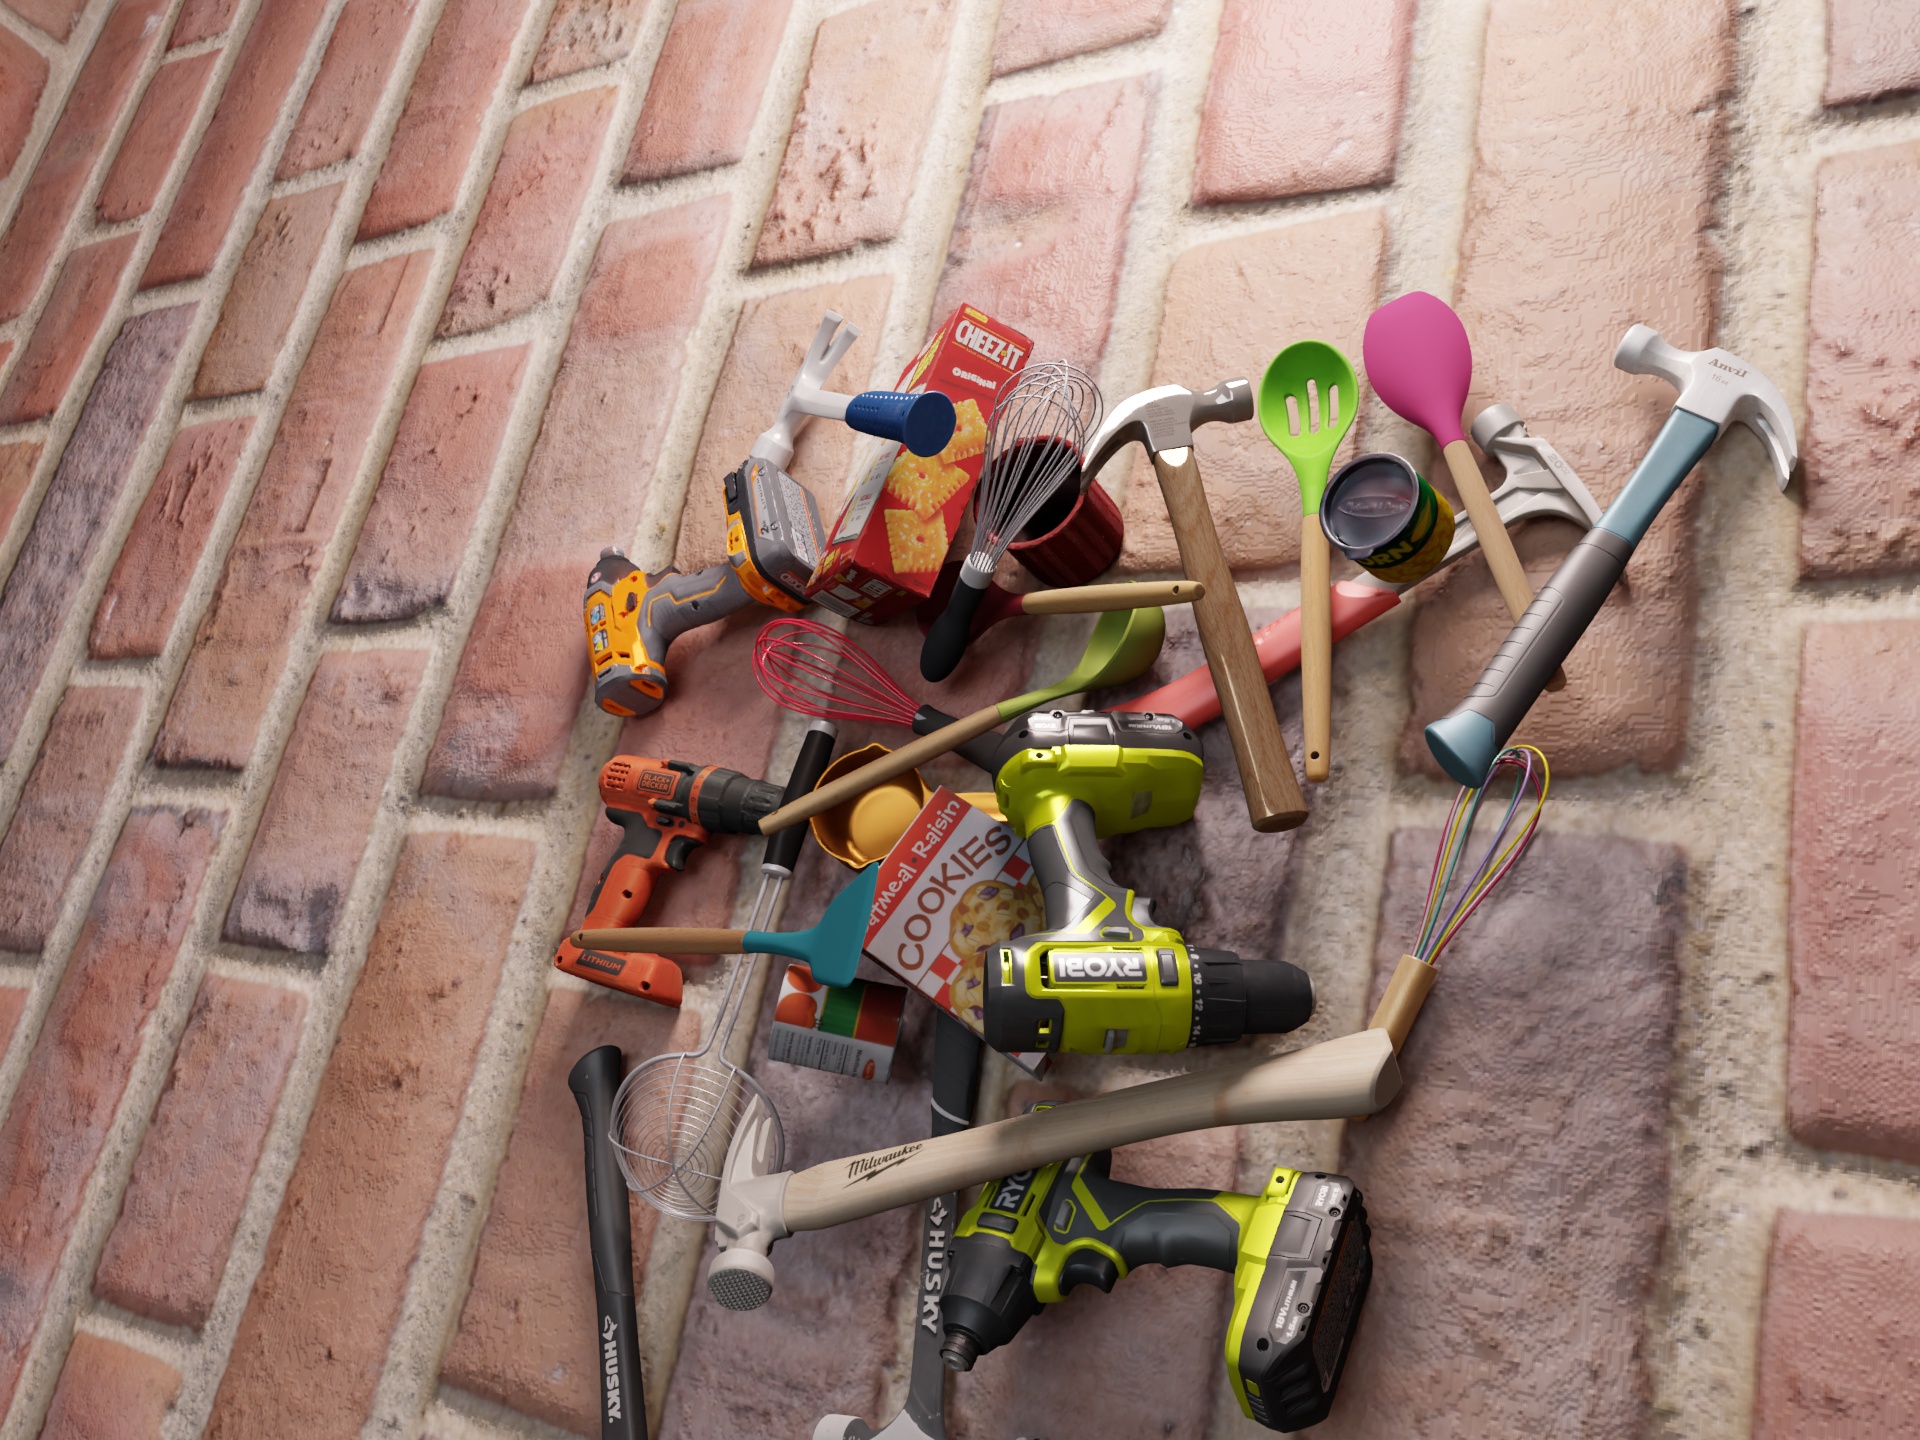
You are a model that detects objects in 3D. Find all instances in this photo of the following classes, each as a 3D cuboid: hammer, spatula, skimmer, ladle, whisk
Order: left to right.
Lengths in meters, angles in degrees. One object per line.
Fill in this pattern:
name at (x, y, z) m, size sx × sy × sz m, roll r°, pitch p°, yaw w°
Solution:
hammer at (-0.242, 0.392, 1.127) m, size 0.146 × 0.035 × 0.335 m, roll -25°, pitch 57°, yaw 20°
spatula at (-0.170, 0.147, 1.095) m, size 0.317 × 0.044 × 0.082 m, roll -6°, pitch 61°, yaw 37°
skimmer at (-0.150, 0.175, 1.156) m, size 0.127 × 0.090 × 0.363 m, roll 13°, pitch 66°, yaw 8°
hammer at (-0.078, -0.239, 1.195) m, size 0.144 × 0.035 × 0.406 m, roll -62°, pitch 22°, yaw 3°
whisk at (-0.044, -0.007, 1.185) m, size 0.296 × 0.073 × 0.073 m, roll 24°, pitch 82°, yaw 30°
hammer at (-0.004, 0.275, 1.038) m, size 0.149 × 0.036 × 0.409 m, roll -7°, pitch 64°, yaw 27°
ladle at (-0.002, -0.004, 1.111) m, size 0.320 × 0.062 × 0.078 m, roll -26°, pitch 17°, yaw 2°
whisk at (0.024, -0.127, 1.092) m, size 0.070 × 0.070 × 0.284 m, roll 63°, pitch 144°, yaw 35°
hammer at (0.050, 0.239, 0.940) m, size 0.410 × 0.038 × 0.146 m, roll -16°, pitch 29°, yaw 10°
ladle at (0.062, -0.083, 1.104) m, size 0.315 × 0.031 × 0.069 m, roll 3°, pitch 86°, yaw 58°
hammer at (0.164, -0.081, 1.044) m, size 0.130 × 0.031 × 0.332 m, roll -11°, pitch 64°, yaw 0°
hammer at (0.242, -0.058, 1.046) m, size 0.359 × 0.036 × 0.149 m, roll -33°, pitch 55°, yaw 14°
whisk at (0.282, 0.123, 0.933) m, size 0.047 × 0.051 × 0.245 m, roll 24°, pitch 85°, yaw 31°
hammer at (0.375, -0.095, 0.936) m, size 0.128 × 0.033 × 0.331 m, roll 32°, pitch 73°, yaw 26°

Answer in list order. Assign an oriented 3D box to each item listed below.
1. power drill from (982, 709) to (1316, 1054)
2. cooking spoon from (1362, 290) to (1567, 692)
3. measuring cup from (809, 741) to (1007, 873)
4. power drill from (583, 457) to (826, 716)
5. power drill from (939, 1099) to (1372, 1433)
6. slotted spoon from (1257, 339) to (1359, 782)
power drill at (0.107, 0.102, 0.975) m, size 0.190 × 0.080 × 0.229 m, roll 0°, pitch 46°, yaw -3°
cooking spoon at (0.322, -0.154, 1.010) m, size 0.069 × 0.017 × 0.319 m, roll -25°, pitch 57°, yaw 22°
measuring cup at (-0.020, 0.069, 1.140) m, size 0.173 × 0.052 × 0.095 m, roll 0°, pitch 67°, yaw 15°
power drill at (-0.224, -0.122, 1.333) m, size 0.226 × 0.084 × 0.164 m, roll -30°, pitch 55°, yaw 20°
power drill at (0.104, 0.310, 0.898) m, size 0.223 × 0.080 × 0.171 m, roll 2°, pitch 39°, yaw 31°
slotted spoon at (0.230, -0.108, 1.038) m, size 0.070 × 0.031 × 0.314 m, roll -8°, pitch 65°, yaw 27°
